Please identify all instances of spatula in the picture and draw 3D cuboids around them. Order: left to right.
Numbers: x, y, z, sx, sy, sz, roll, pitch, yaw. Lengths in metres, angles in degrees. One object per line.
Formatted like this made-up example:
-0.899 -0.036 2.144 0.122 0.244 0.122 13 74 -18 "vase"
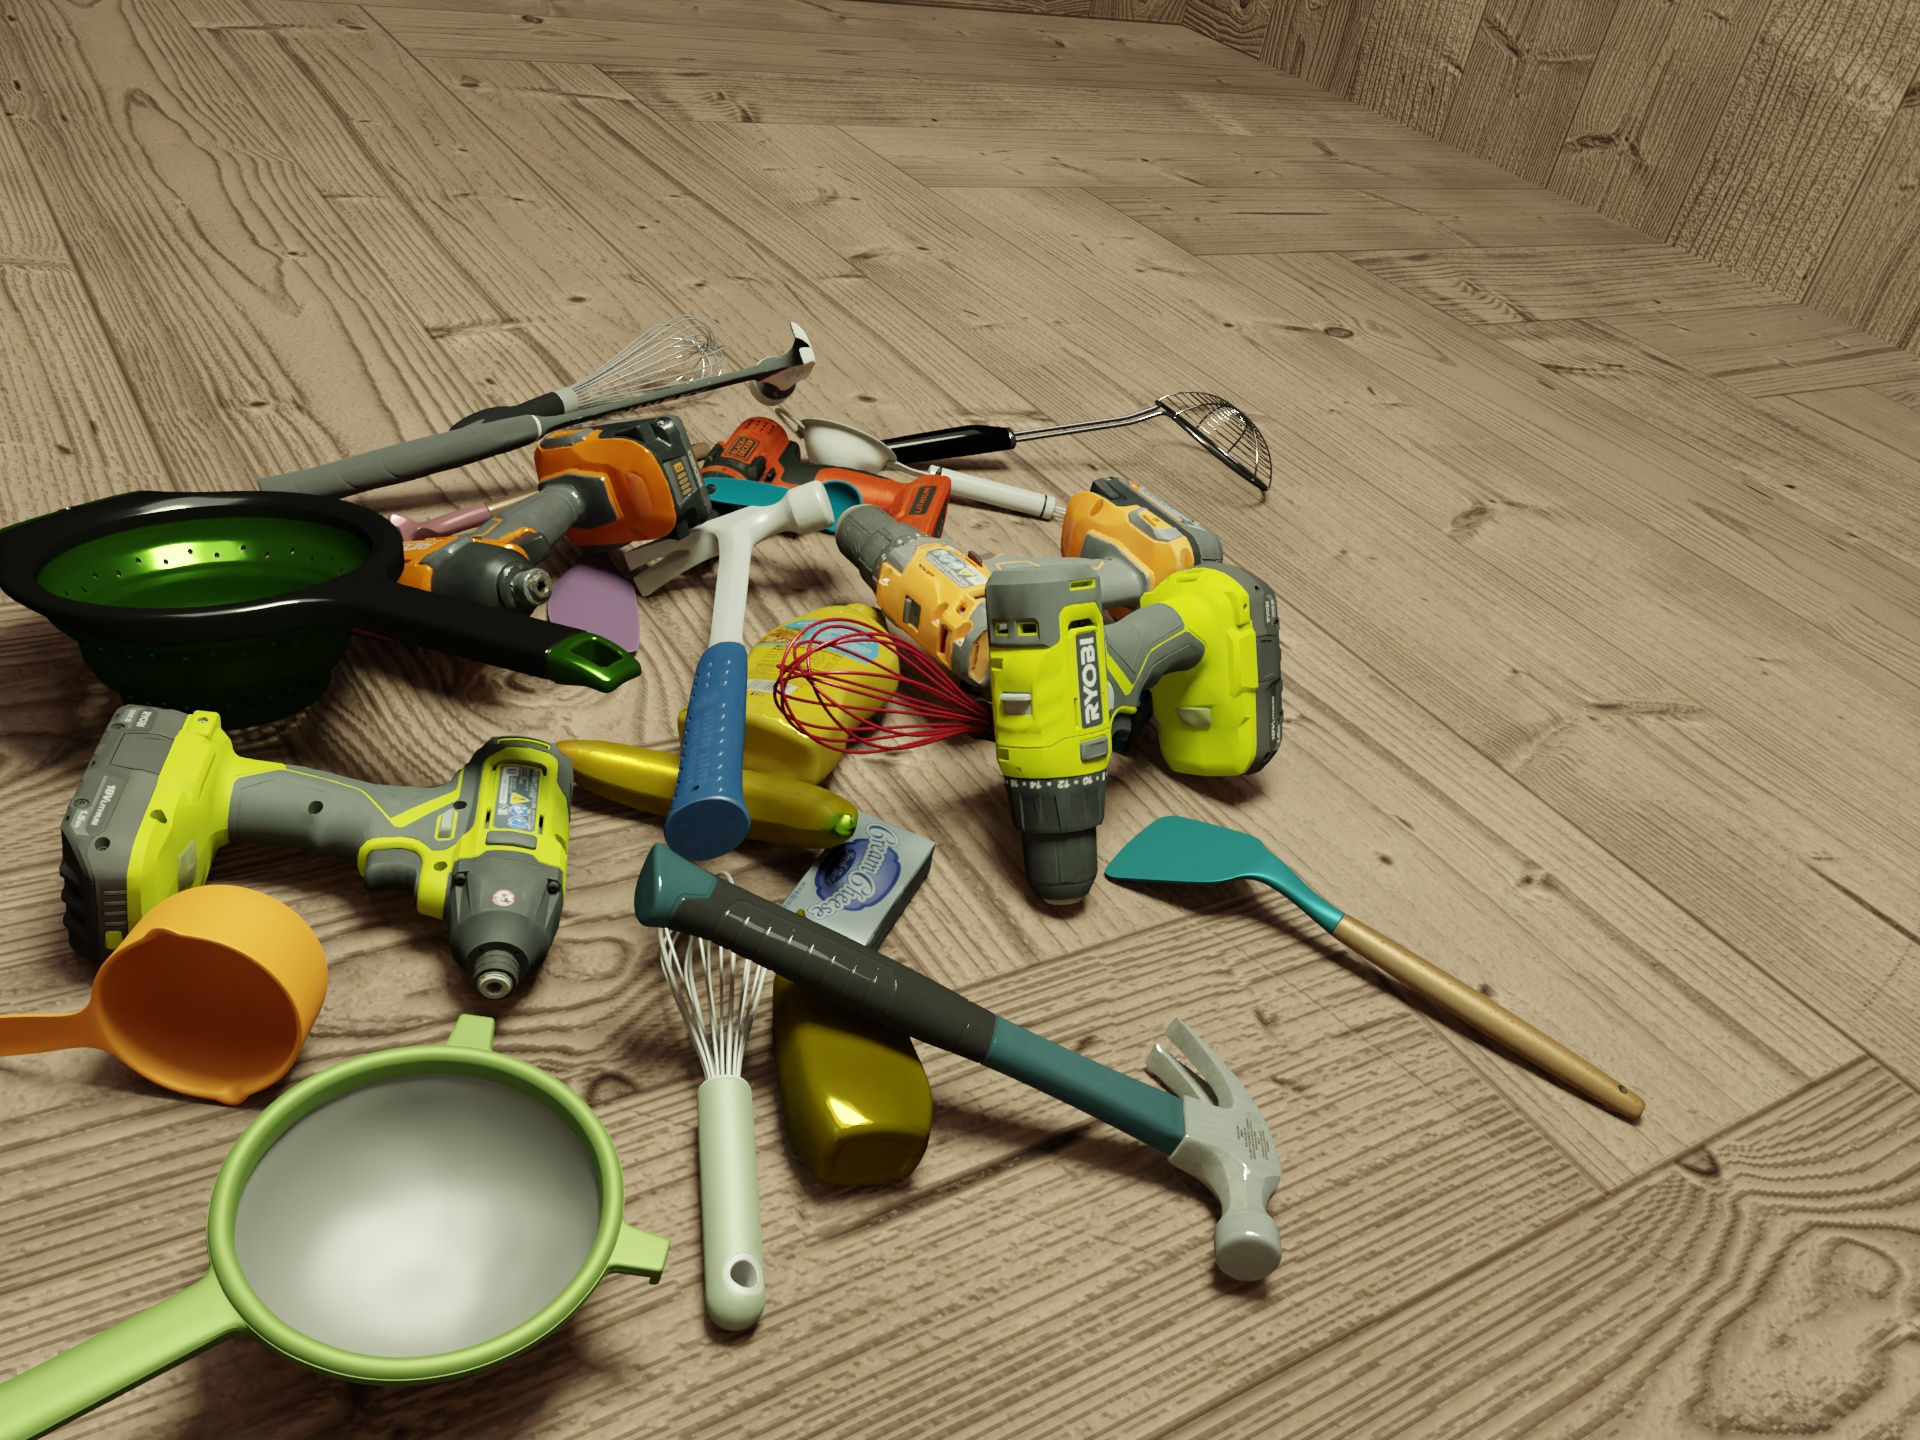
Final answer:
-0.268 -0.139 1.149 0.059 0.018 0.316 1 36 -15 "spatula"
0.235 0.138 0.909 0.318 0.044 0.082 32 38 19 "spatula"

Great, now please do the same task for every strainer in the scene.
-0.248 0.219 0.587 0.256 0.069 0.152 -22 49 -39 "strainer"
-0.030 -0.199 1.296 0.258 0.050 0.087 13 -10 -8 "strainer"

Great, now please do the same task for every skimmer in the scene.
0.101 -0.227 1.391 0.363 0.090 0.127 -10 34 -14 "skimmer"

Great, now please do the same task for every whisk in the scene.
-0.300 -0.268 1.302 0.070 0.070 0.284 31 43 25 "whisk"
-0.110 0.165 0.734 0.057 0.059 0.247 17 35 -25 "whisk"
-0.001 -0.003 0.924 0.295 0.073 0.073 15 22 -50 "whisk"

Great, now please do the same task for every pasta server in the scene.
-0.313 -0.161 1.127 0.316 0.040 0.060 -24 33 -35 "pasta server"

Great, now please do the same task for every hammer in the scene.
-0.293 -0.214 1.149 0.409 0.036 0.149 -20 5 -21 "hammer"
-0.144 -0.041 0.938 0.144 0.035 0.406 -18 28 4 "hammer"
0.000 0.143 0.741 0.331 0.033 0.128 26 27 -7 "hammer"

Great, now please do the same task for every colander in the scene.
-0.344 -0.037 0.866 0.397 0.094 0.204 14 27 21 "colander"

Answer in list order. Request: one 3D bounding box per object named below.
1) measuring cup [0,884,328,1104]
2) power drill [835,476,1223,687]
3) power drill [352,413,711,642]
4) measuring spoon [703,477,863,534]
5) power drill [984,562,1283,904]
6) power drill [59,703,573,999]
-0.365 0.120 0.700 0.173 0.095 0.052 -6 28 5 "measuring cup"
0.040 -0.107 1.082 0.226 0.084 0.186 -16 40 -32 "power drill"
-0.263 -0.119 1.011 0.164 0.084 0.226 3 31 36 "power drill"
-0.130 -0.155 1.136 0.128 0.021 0.042 10 69 11 "measuring spoon"
0.104 -0.004 0.957 0.080 0.190 0.228 2 10 41 "power drill"
-0.309 0.066 0.787 0.223 0.080 0.171 7 33 -15 "power drill"
